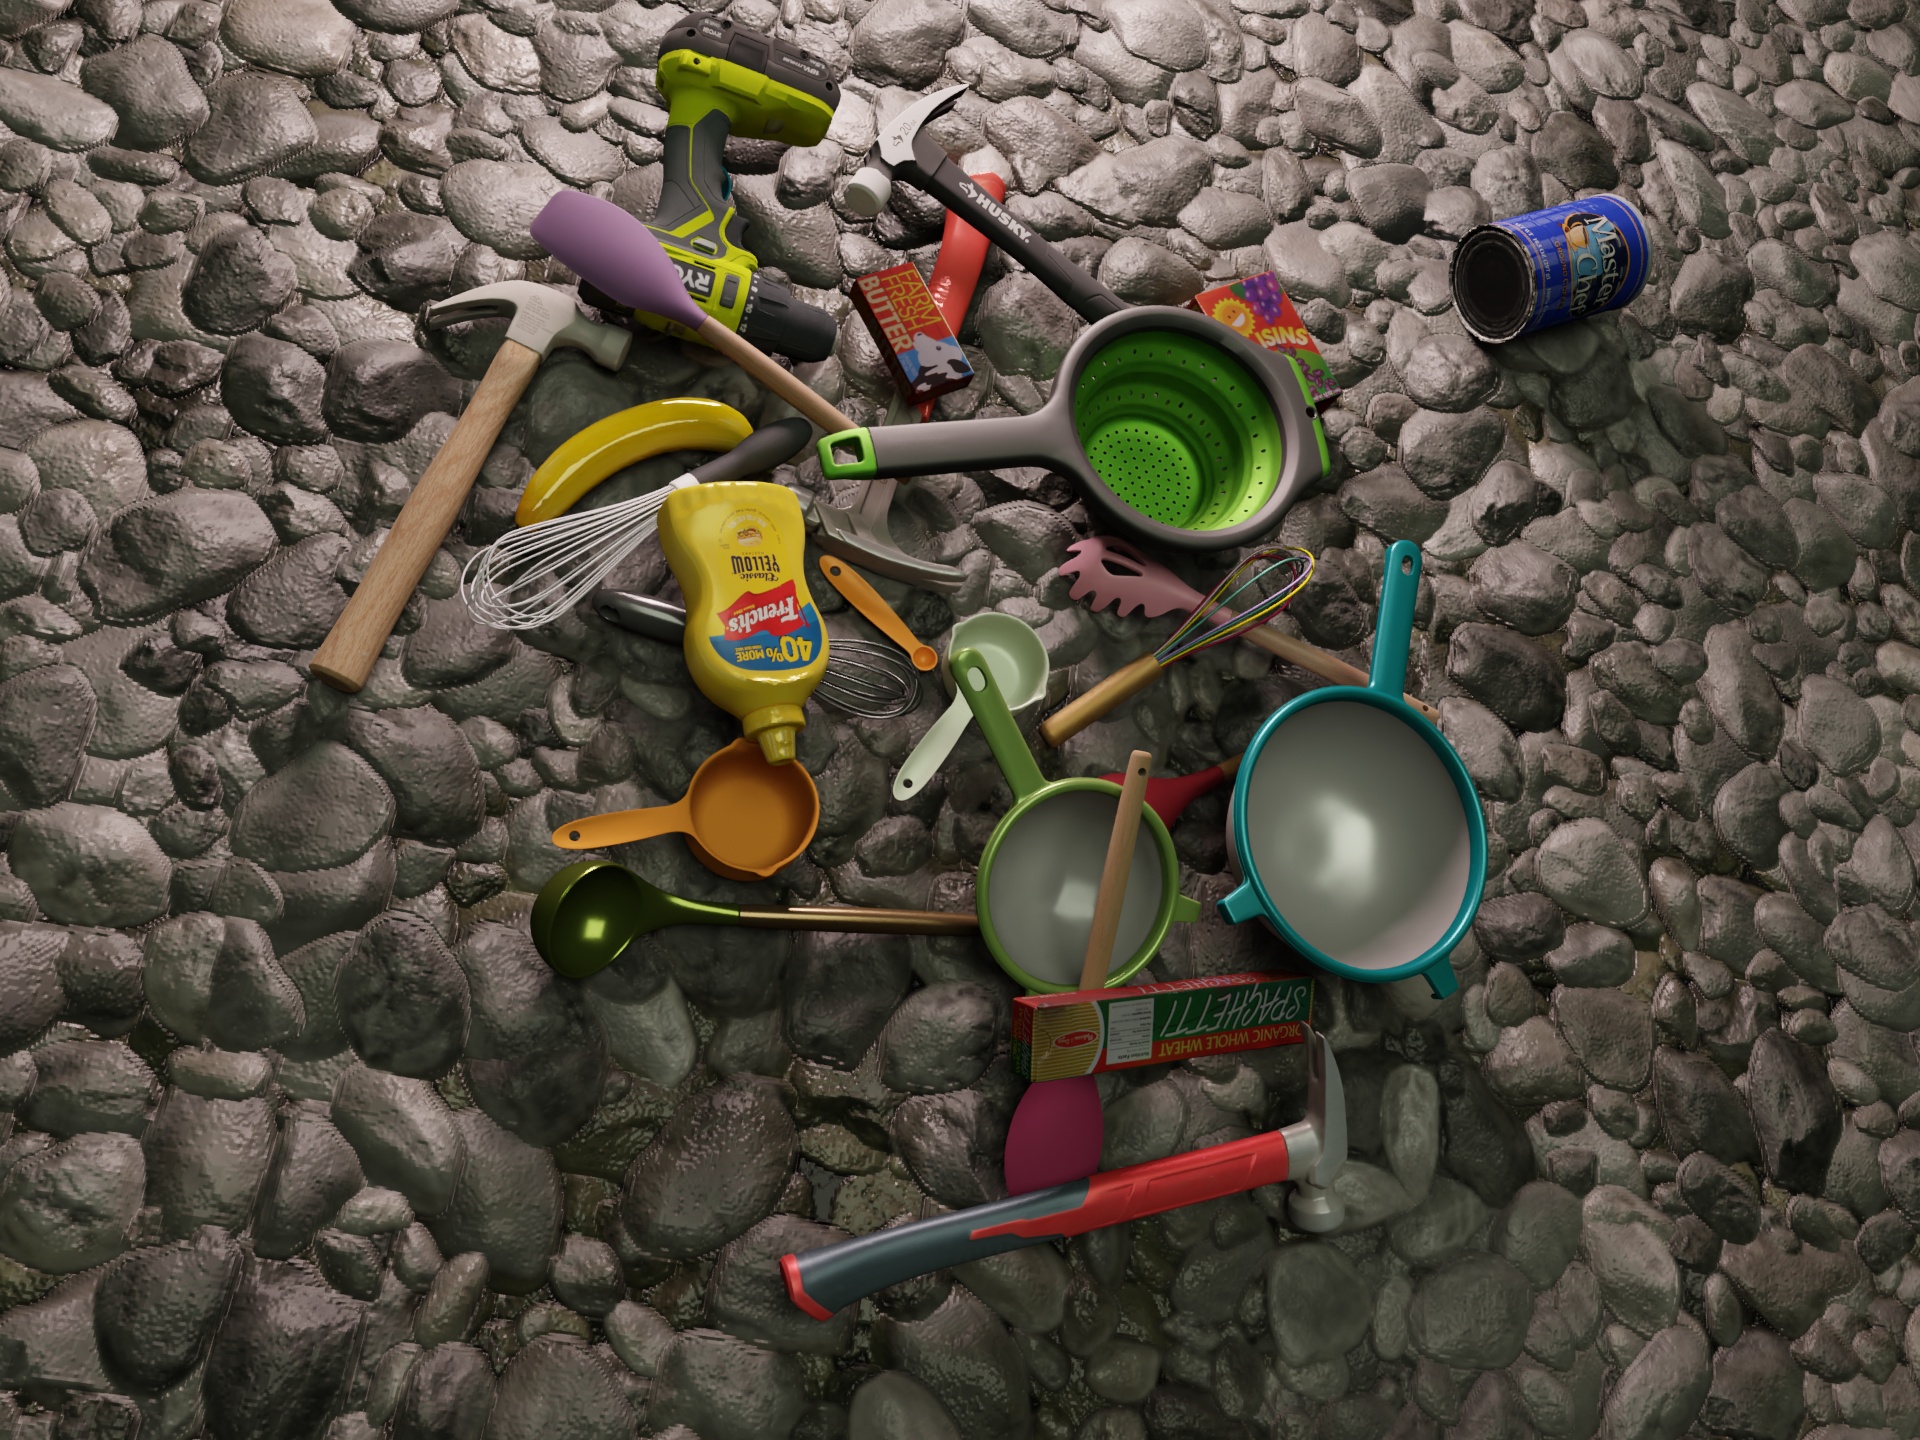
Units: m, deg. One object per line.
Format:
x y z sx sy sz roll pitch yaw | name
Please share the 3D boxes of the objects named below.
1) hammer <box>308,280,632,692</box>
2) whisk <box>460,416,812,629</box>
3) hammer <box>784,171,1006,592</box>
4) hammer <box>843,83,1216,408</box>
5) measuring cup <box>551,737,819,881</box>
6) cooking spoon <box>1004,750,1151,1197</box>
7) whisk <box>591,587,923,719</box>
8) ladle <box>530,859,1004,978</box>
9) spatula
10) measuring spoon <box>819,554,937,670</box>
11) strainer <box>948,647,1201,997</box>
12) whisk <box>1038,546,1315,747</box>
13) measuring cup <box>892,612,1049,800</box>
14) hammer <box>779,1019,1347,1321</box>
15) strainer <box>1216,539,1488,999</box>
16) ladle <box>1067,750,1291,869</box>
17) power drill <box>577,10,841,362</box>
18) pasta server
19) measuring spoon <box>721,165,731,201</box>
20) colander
-0.353 -0.168 1.092 0.130 0.031 0.331 25 66 -8 | hammer
-0.216 -0.144 1.100 0.284 0.070 0.070 -34 84 -25 | whisk
-0.019 -0.274 1.228 0.149 0.036 0.359 22 67 -9 | hammer
0.075 -0.361 1.257 0.334 0.035 0.146 35 62 -14 | hammer
-0.182 0.070 1.051 0.173 0.052 0.095 -9 74 -17 | measuring cup
0.087 0.176 1.059 0.068 0.017 0.319 13 88 -17 | cooking spoon
-0.140 -0.051 1.109 0.239 0.055 0.055 16 67 -7 | whisk
-0.118 0.134 1.045 0.320 0.062 0.078 5 107 -19 | ladle
-0.161 -0.268 1.133 0.315 0.018 0.060 36 75 -11 | spatula
-0.061 -0.078 1.162 0.117 0.011 0.021 45 65 6 | measuring spoon
0.047 0.066 1.085 0.151 0.069 0.256 -30 102 -17 | strainer
0.160 -0.056 1.178 0.245 0.051 0.047 -34 73 -6 | whisk
-0.002 -0.004 1.139 0.083 0.038 0.168 37 67 -2 | measuring cup
0.073 0.301 1.029 0.386 0.038 0.143 -9 103 -16 | hammer
0.284 0.029 1.176 0.211 0.095 0.340 21 68 -16 | strainer
0.215 0.034 1.197 0.315 0.031 0.069 -21 80 -24 | ladle
-0.166 -0.386 1.186 0.190 0.080 0.228 15 80 -17 | power drill
0.226 -0.064 1.226 0.316 0.040 0.060 25 66 -8 | pasta server
-0.222 -0.377 1.217 0.042 0.021 0.129 36 74 -12 | measuring spoon
0.078 -0.196 1.197 0.397 0.094 0.205 -8 74 -19 | colander
